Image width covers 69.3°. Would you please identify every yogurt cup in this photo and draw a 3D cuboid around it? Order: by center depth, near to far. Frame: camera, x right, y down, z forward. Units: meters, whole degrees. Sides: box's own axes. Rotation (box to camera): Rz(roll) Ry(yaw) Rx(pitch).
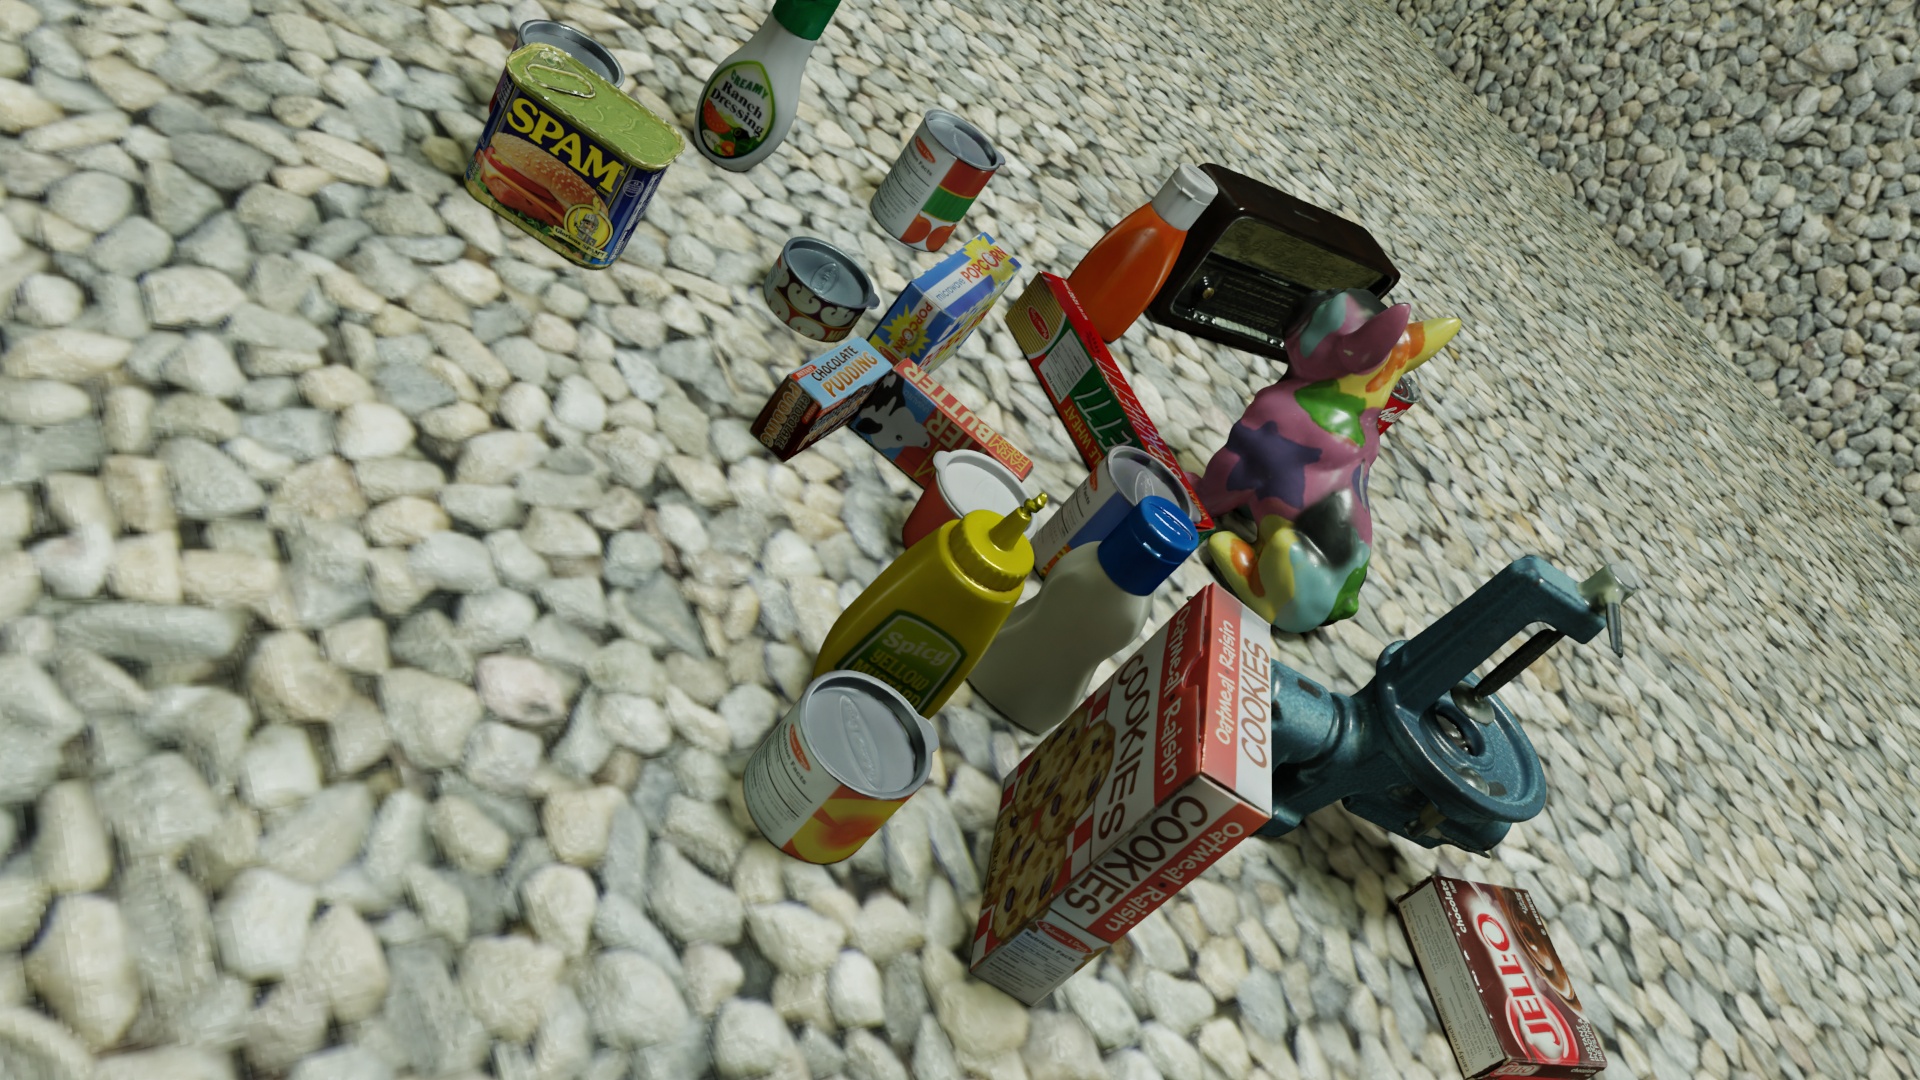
[{"bbox_3d":[0.003,-0.010,0.800,0.072,0.053,0.073,25,37,-21],"label":"yogurt cup"}]

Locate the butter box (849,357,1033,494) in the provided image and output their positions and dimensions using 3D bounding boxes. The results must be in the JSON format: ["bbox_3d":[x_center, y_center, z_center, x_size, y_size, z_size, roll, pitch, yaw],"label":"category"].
[{"bbox_3d":[-0.011,-0.057,0.841,0.103,0.053,0.024,40,34,0],"label":"butter box"}]

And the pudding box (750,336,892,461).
[{"bbox_3d":[-0.080,-0.084,0.809,0.030,0.049,0.084,43,34,4],"label":"pudding box"}]

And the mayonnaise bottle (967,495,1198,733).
[{"bbox_3d":[0.065,0.037,0.722,0.065,0.147,0.041,39,34,-1],"label":"mayonnaise bottle"}]

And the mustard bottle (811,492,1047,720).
[{"bbox_3d":[-0.010,0.030,0.649,0.065,0.159,0.049,33,35,-11],"label":"mustard bottle"}]

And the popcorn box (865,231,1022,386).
[{"bbox_3d":[-0.016,-0.145,0.905,0.038,0.084,0.127,41,34,0],"label":"popcorn box"}]

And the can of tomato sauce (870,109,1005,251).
[{"bbox_3d":[-0.018,-0.269,1.046,0.071,0.082,0.071,25,37,-21],"label":"can of tomato sauce"}]

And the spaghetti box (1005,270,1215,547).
[{"bbox_3d":[0.101,-0.087,0.983,0.029,0.050,0.251,5,47,-40],"label":"spaghetti box"}]

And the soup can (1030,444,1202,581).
[{"bbox_3d":[0.095,-0.005,0.855,0.071,0.083,0.072,25,37,-21],"label":"soup can"}]

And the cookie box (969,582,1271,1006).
[{"bbox_3d":[0.072,0.114,0.626,0.040,0.166,0.123,32,35,-12],"label":"cookie box"}]

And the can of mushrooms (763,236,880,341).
[{"bbox_3d":[-0.090,-0.161,0.900,0.071,0.033,0.071,25,37,-21],"label":"can of mushrooms"}]

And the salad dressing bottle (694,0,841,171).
[{"bbox_3d":[-0.129,-0.321,0.942,0.064,0.147,0.044,40,34,-1],"label":"salad dressing bottle"}]

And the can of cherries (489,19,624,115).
[{"bbox_3d":[-0.250,-0.275,0.855,0.071,0.058,0.072,25,37,-21],"label":"can of cherries"}]

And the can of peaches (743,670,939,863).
[{"bbox_3d":[-0.053,0.101,0.618,0.071,0.057,0.071,25,37,-21],"label":"can of peaches"}]

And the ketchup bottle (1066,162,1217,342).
[{"bbox_3d":[0.142,-0.227,1.091,0.065,0.148,0.044,38,34,-3],"label":"ketchup bottle"}]
